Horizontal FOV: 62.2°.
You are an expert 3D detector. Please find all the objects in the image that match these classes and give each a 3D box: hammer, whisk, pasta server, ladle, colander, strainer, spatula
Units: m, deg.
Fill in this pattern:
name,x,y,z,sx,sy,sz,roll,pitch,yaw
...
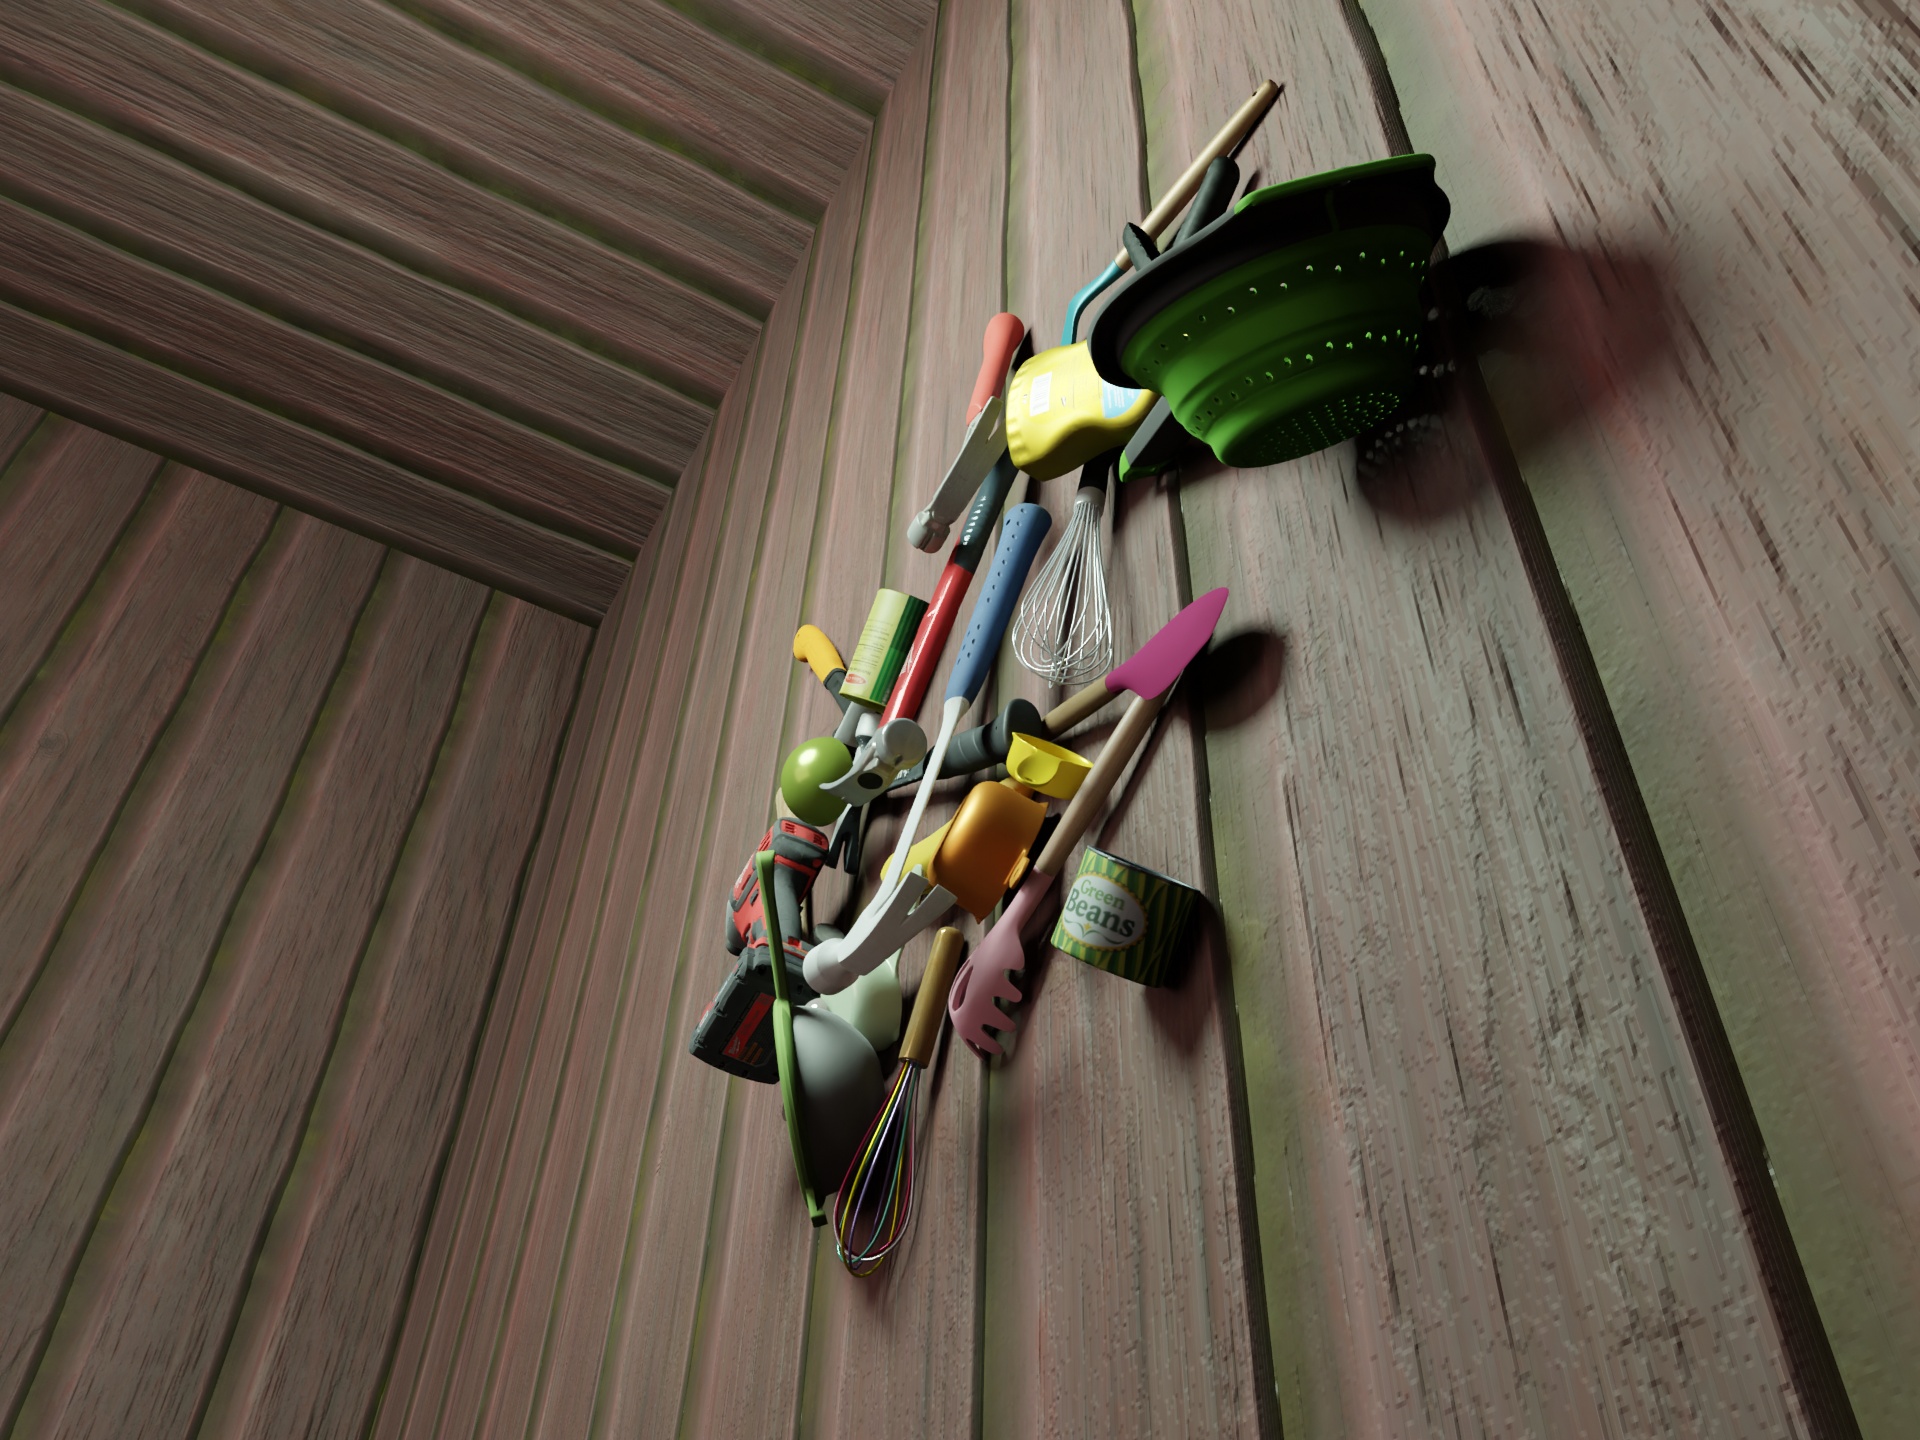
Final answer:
name,x,y,z,sx,sy,sz,roll,pitch,yaw
hammer,-0.028,0.040,1.264,0.409,0.036,0.149,158,130,-68
hammer,-0.133,-0.057,1.677,0.127,0.034,0.337,-65,19,9
whisk,-0.037,0.256,1.087,0.051,0.047,0.245,-36,32,57
hammer,-0.013,-0.106,1.324,0.143,0.038,0.386,-36,28,58
whisk,0.091,-0.134,1.156,0.070,0.070,0.285,-45,24,48
hammer,-0.160,0.161,1.517,0.130,0.031,0.332,-59,21,22
pasta server,0.074,0.076,1.010,0.316,0.040,0.060,-60,20,10
ladle,-0.134,0.057,1.490,0.320,0.062,0.078,152,125,-84
colander,0.167,-0.183,0.940,0.397,0.204,0.094,127,126,-76
strainer,-0.096,0.215,1.131,0.151,0.069,0.256,-149,50,-85
hammer,0.026,-0.289,1.408,0.149,0.036,0.359,-55,12,34
hammer,-0.002,-0.004,1.107,0.144,0.035,0.406,-39,24,50
spatula,0.156,-0.387,1.299,0.317,0.044,0.082,-45,28,37

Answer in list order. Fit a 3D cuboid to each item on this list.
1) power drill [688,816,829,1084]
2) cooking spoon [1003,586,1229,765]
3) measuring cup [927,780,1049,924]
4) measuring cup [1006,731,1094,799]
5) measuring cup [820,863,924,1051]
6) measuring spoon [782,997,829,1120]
name,x,y,z,sx,sy,sz,roll,pitch,yaw
power drill,-0.165,0.192,1.339,0.143,0.078,0.220,-57,18,24
cooking spoon,0.089,-0.017,1.036,0.069,0.017,0.319,-64,11,-24
measuring cup,0.016,0.084,1.032,0.095,0.052,0.173,-60,0,-1
measuring cup,0.048,0.037,1.000,0.156,0.062,0.029,-31,-37,-77
measuring cup,-0.065,0.175,1.181,0.083,0.038,0.167,54,133,48
measuring spoon,-0.125,0.265,1.225,0.034,0.018,0.124,55,134,46
